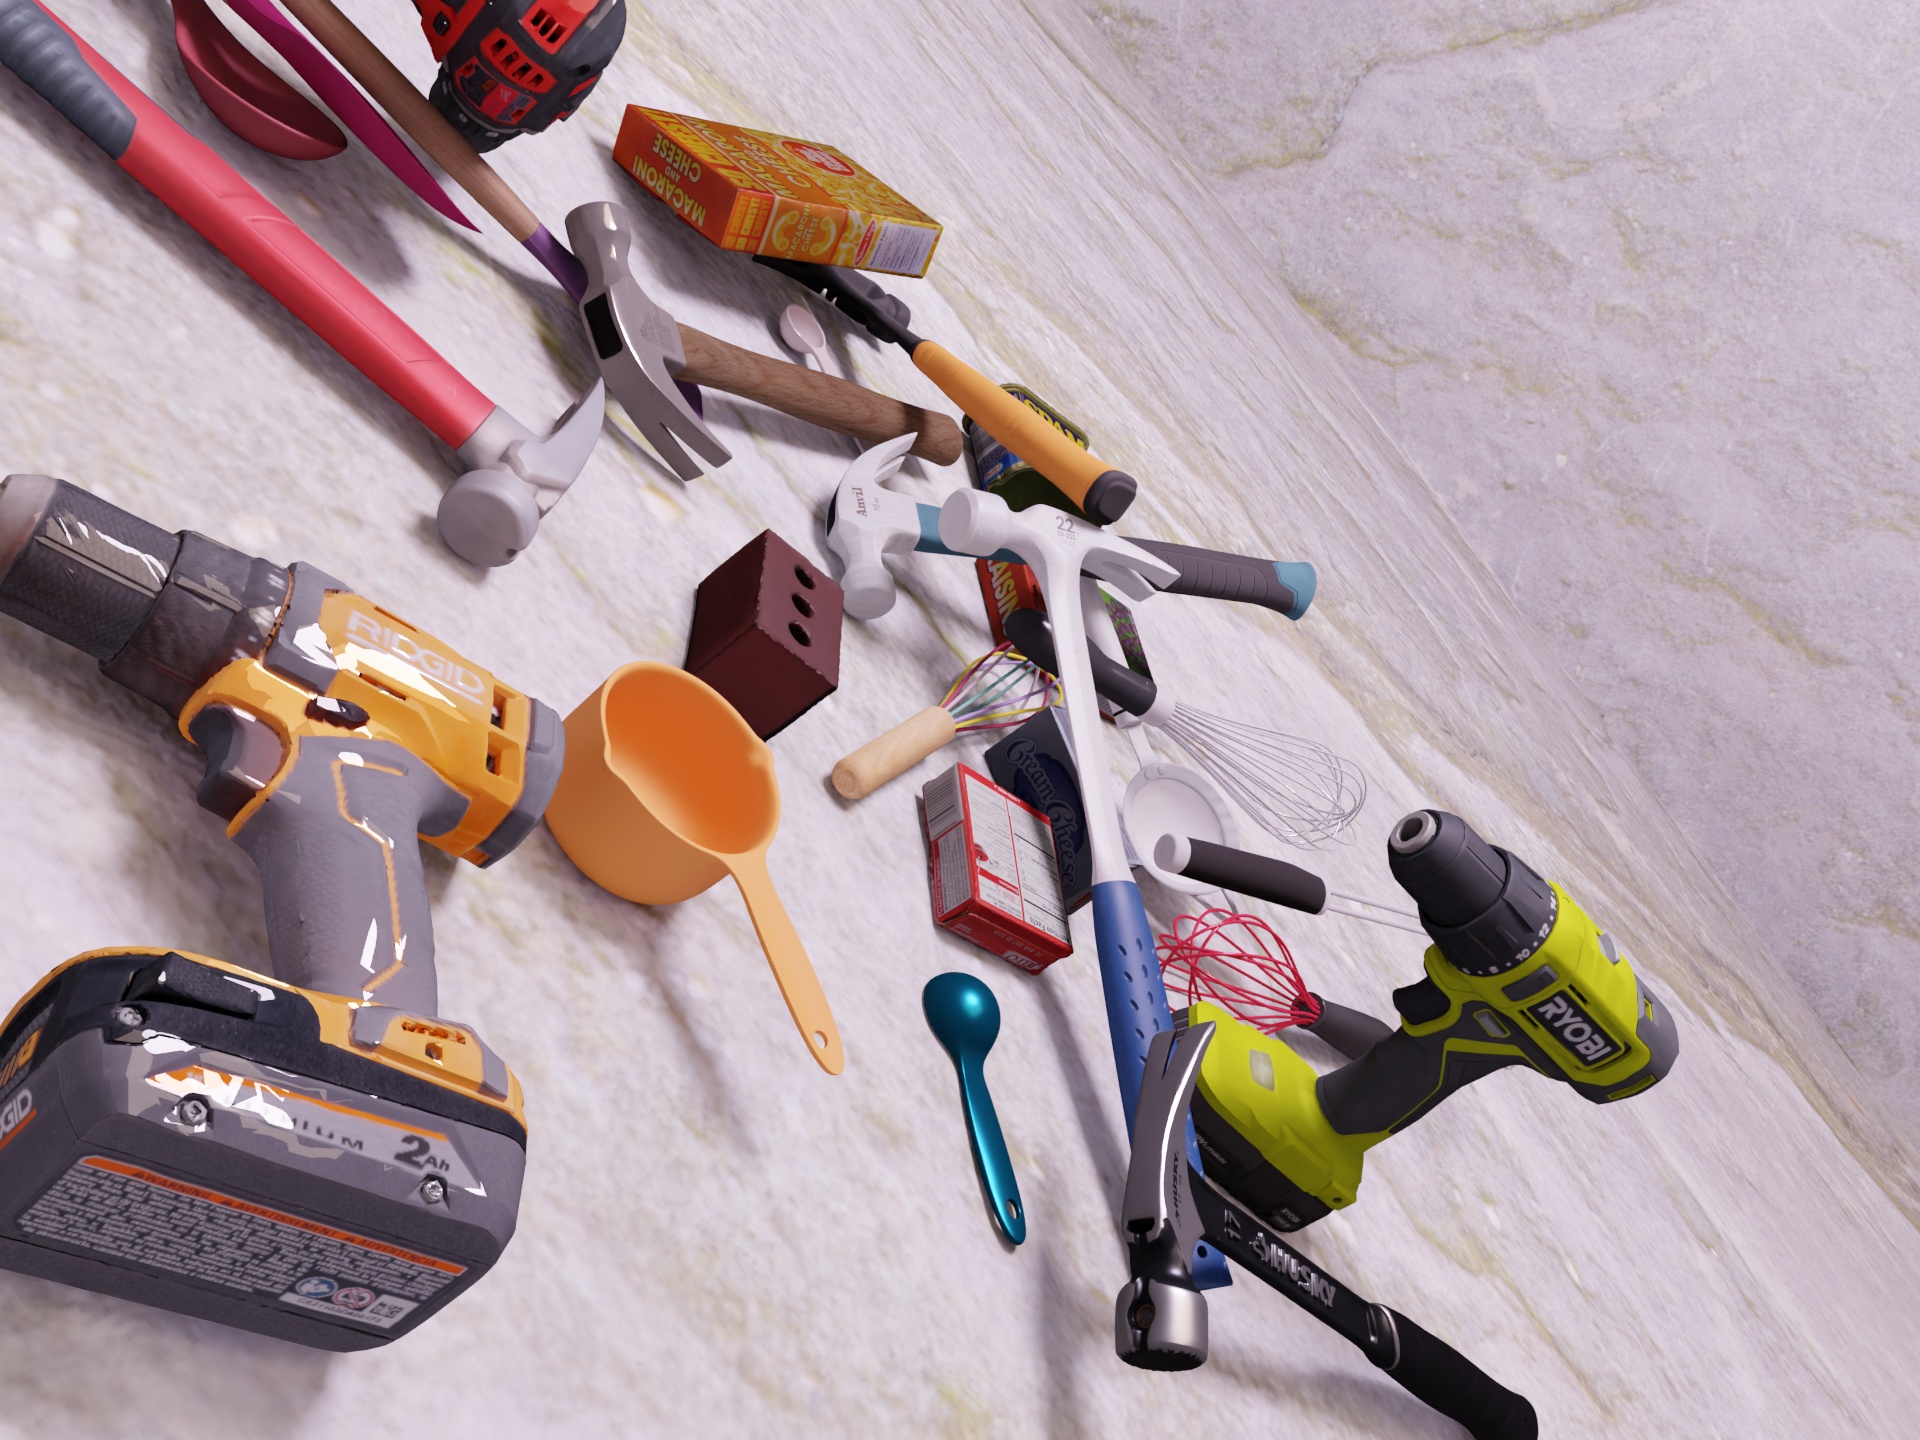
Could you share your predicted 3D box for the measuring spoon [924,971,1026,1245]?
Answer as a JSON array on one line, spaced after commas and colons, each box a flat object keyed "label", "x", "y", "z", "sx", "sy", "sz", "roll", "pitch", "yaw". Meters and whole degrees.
[{"label": "measuring spoon", "x": 0.015, "y": 0.164, "z": 0.694, "sx": 0.042, "sy": 0.021, "sz": 0.129, "roll": 26, "pitch": 36, "yaw": -43}]

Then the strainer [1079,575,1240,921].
[{"label": "strainer", "x": 0.107, "y": 0.006, "z": 0.974, "sx": 0.087, "sy": 0.050, "sz": 0.258, "roll": -13, "pitch": 79, "yaw": -37}]

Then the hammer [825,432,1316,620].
[{"label": "hammer", "x": 0.076, "y": -0.099, "z": 0.955, "sx": 0.330, "sy": 0.033, "sz": 0.128, "roll": 6, "pitch": 51, "yaw": -25}]

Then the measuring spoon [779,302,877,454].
[{"label": "measuring spoon", "x": -0.082, "y": -0.204, "z": 0.998, "sx": 0.124, "sy": 0.018, "sz": 0.034, "roll": 62, "pitch": 28, "yaw": 3}]

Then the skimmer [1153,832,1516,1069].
[{"label": "skimmer", "x": 0.248, "y": 0.133, "z": 0.999, "sx": 0.363, "sy": 0.090, "sz": 0.127, "roll": 17, "pitch": 56, "yaw": -29}]

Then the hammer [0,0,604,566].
[{"label": "hammer", "x": -0.305, "y": -0.225, "z": 0.625, "sx": 0.386, "sy": 0.038, "sz": 0.143, "roll": 43, "pitch": 27, "yaw": -21}]

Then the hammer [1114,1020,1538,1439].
[{"label": "hammer", "x": 0.192, "y": 0.285, "z": 0.765, "sx": 0.408, "sy": 0.036, "sz": 0.149, "roll": 42, "pitch": 41, "yaw": -38}]

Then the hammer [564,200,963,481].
[{"label": "hammer", "x": -0.091, "y": -0.185, "z": 0.906, "sx": 0.331, "sy": 0.031, "sz": 0.130, "roll": 3, "pitch": 70, "yaw": -60}]

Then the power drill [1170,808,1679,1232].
[{"label": "power drill", "x": 0.212, "y": 0.152, "z": 0.798, "sx": 0.190, "sy": 0.228, "sz": 0.080, "roll": 42, "pitch": 28, "yaw": -22}]

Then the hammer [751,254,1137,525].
[{"label": "hammer", "x": -0.007, "y": -0.212, "z": 0.970, "sx": 0.127, "sy": 0.034, "sz": 0.337, "roll": 22, "pitch": 18, "yaw": -46}]

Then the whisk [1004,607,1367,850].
[{"label": "whisk", "x": 0.136, "y": 0.004, "z": 0.937, "sx": 0.284, "sy": 0.070, "sz": 0.070, "roll": 29, "pitch": 34, "yaw": -27}]

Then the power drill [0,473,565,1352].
[{"label": "power drill", "x": -0.200, "y": 0.036, "z": 0.437, "sx": 0.185, "sy": 0.084, "sz": 0.226, "roll": 33, "pitch": 28, "yaw": -34}]

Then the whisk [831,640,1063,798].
[{"label": "whisk", "x": 0.001, "y": -0.002, "z": 0.853, "sx": 0.047, "sy": 0.051, "sz": 0.245, "roll": 59, "pitch": 29, "yaw": -1}]

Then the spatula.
[{"label": "spatula", "x": -0.226, "y": -0.255, "z": 0.765, "sx": 0.315, "sy": 0.018, "sz": 0.060, "roll": 44, "pitch": 24, "yaw": -42}]

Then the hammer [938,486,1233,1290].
[{"label": "hammer", "x": 0.080, "y": 0.072, "z": 0.796, "sx": 0.144, "sy": 0.035, "sz": 0.406, "roll": 9, "pitch": 61, "yaw": -35}]

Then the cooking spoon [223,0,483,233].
[{"label": "cooking spoon", "x": -0.323, "y": -0.325, "z": 0.668, "sx": 0.318, "sy": 0.017, "sz": 0.069, "roll": 45, "pitch": 1, "yaw": -14}]

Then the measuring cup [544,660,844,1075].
[{"label": "measuring cup", "x": -0.099, "y": 0.063, "z": 0.600, "sx": 0.095, "sy": 0.052, "sz": 0.174, "roll": -3, "pitch": 62, "yaw": -60}]

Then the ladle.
[{"label": "ladle", "x": -0.370, "y": -0.363, "z": 0.698, "sx": 0.315, "sy": 0.031, "sz": 0.069, "roll": 55, "pitch": 19, "yaw": 7}]

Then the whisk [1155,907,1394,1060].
[{"label": "whisk", "x": 0.200, "y": 0.171, "z": 0.956, "sx": 0.295, "sy": 0.073, "sz": 0.073, "roll": 30, "pitch": 34, "yaw": -47}]

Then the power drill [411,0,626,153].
[{"label": "power drill", "x": -0.266, "y": -0.352, "z": 0.711, "sx": 0.226, "sy": 0.188, "sz": 0.080, "roll": 40, "pitch": 73, "yaw": -26}]
